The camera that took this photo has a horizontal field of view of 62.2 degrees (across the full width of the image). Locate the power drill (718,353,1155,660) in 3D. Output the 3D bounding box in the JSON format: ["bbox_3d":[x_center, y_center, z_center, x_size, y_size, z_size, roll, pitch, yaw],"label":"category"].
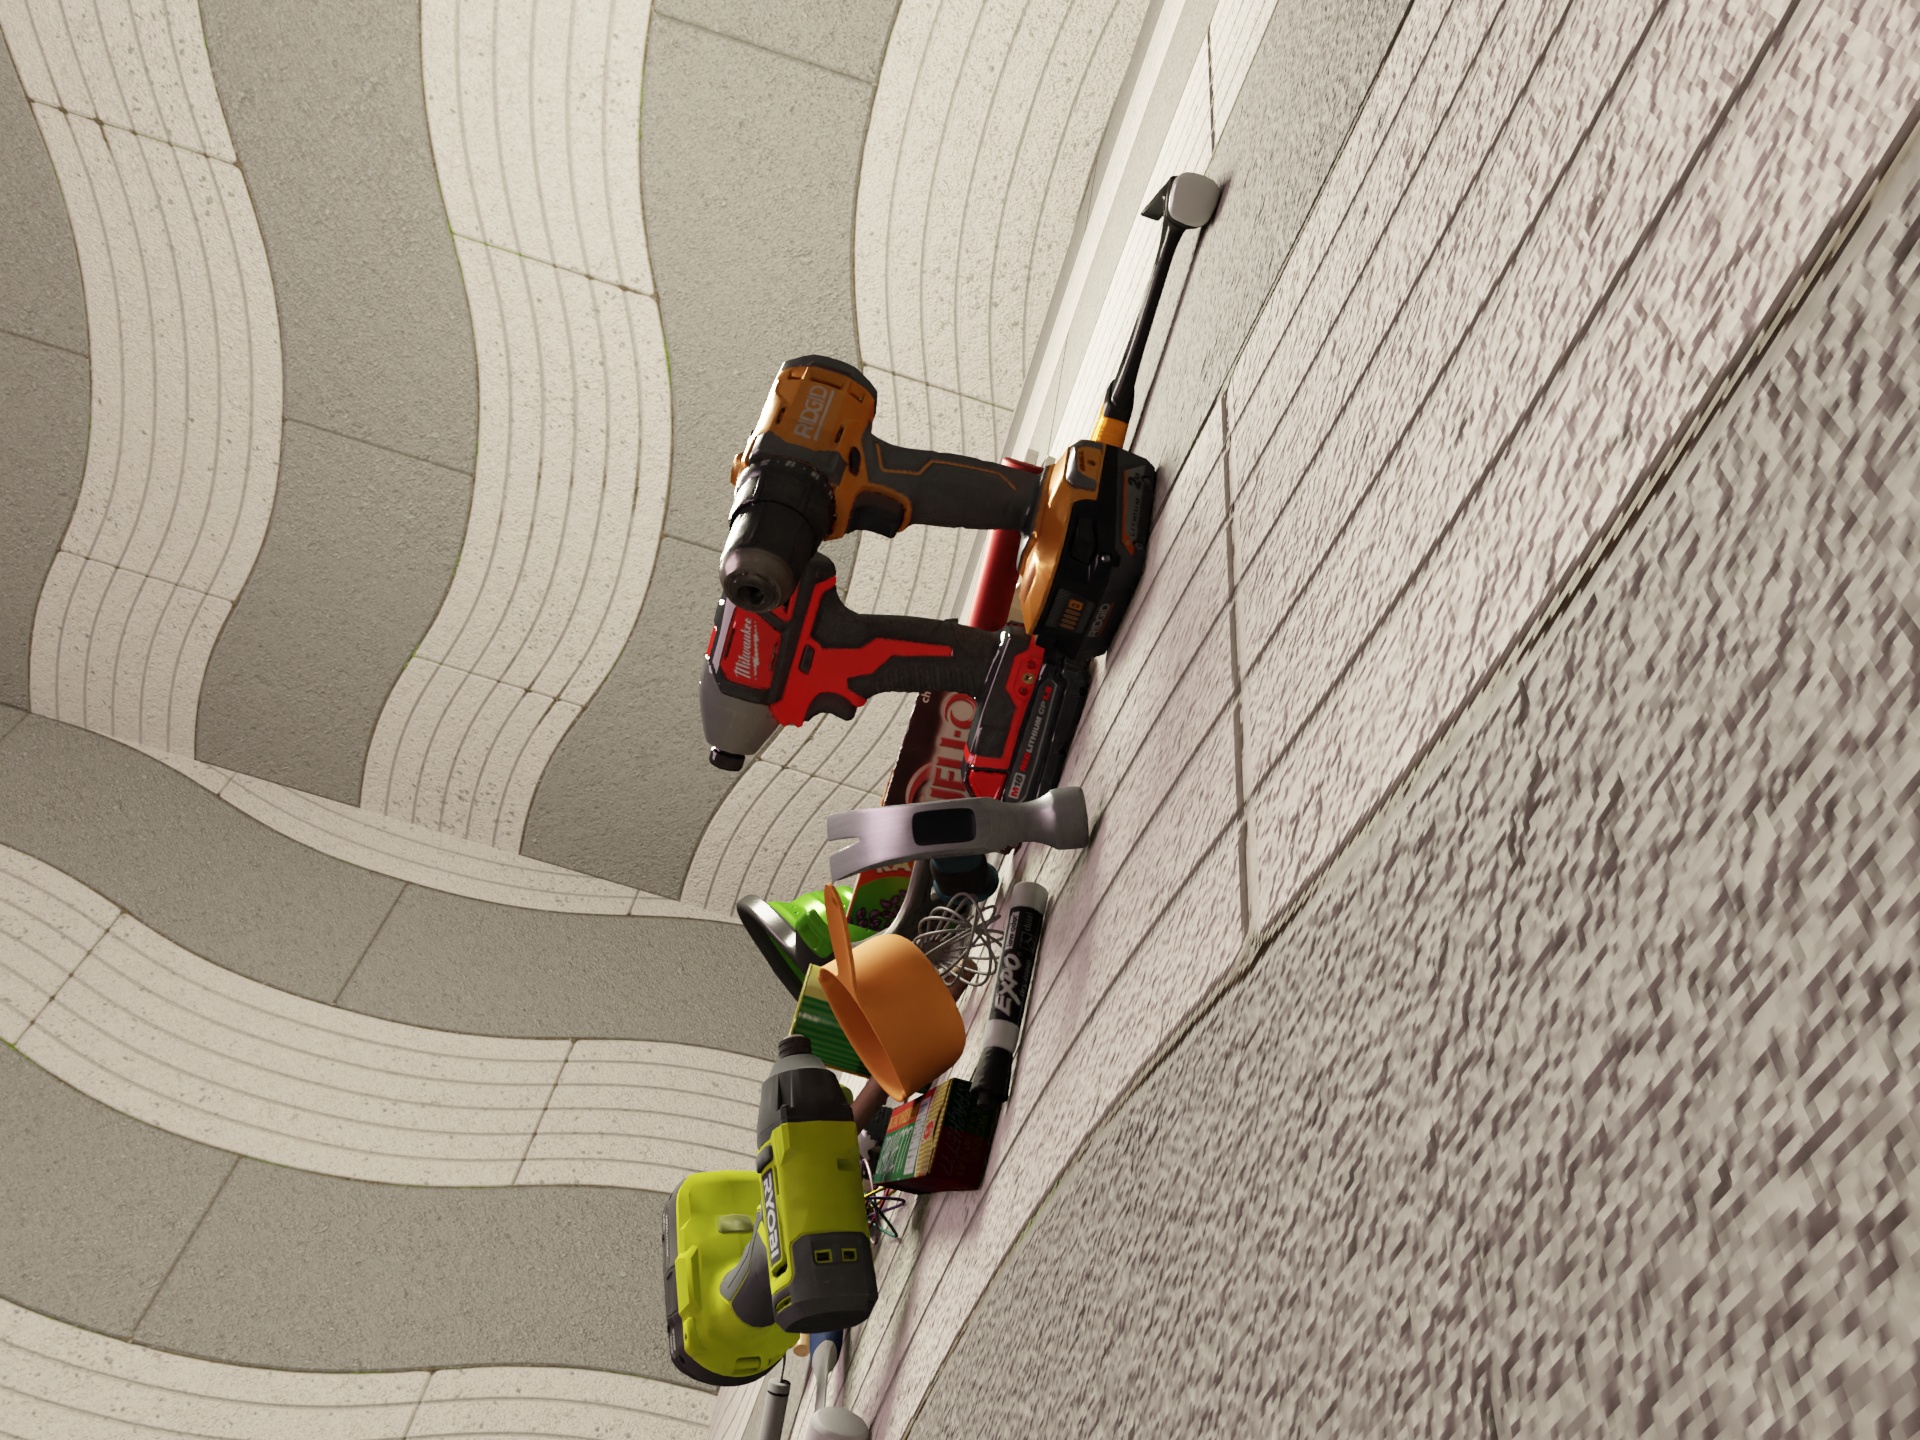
[{"bbox_3d":[-0.016,-0.106,0.872,0.084,0.226,0.185,110,175,-45],"label":"power drill"}]

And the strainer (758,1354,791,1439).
[{"bbox_3d":[-0.149,0.555,1.344,0.087,0.050,0.258,89,-169,-82],"label":"strainer"}]

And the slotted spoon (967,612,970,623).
[{"bbox_3d":[0.041,-0.044,1.241,0.031,0.070,0.314,-29,11,1],"label":"slotted spoon"}]

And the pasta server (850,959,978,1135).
[{"bbox_3d":[-0.067,0.280,1.087,0.316,0.040,0.060,-56,-11,25],"label":"pasta server"}]

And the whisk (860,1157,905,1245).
[{"bbox_3d":[-0.065,0.342,1.106,0.047,0.051,0.244,-52,-8,-21],"label":"whisk"}]

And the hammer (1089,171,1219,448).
[{"bbox_3d":[0.098,-0.192,1.069,0.127,0.034,0.337,-101,28,-80],"label":"hammer"}]

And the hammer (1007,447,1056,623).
[{"bbox_3d":[0.060,-0.161,1.483,0.411,0.038,0.146,-89,17,-75],"label":"hammer"}]

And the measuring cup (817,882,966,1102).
[{"bbox_3d":[-0.039,0.134,0.866,0.095,0.052,0.173,45,154,38],"label":"measuring cup"}]

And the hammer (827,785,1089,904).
[{"bbox_3d":[0.000,0.079,0.902,0.331,0.128,0.033,83,-178,-79],"label":"hammer"}]

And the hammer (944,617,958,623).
[{"bbox_3d":[0.006,-0.009,1.339,0.335,0.035,0.146,-144,46,-82],"label":"hammer"}]

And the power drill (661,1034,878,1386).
[{"bbox_3d":[-0.121,0.314,1.001,0.223,0.080,0.171,125,142,-47],"label":"power drill"}]

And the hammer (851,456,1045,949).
[{"bbox_3d":[-0.002,-0.004,1.105,0.149,0.037,0.359,-18,-55,-63],"label":"hammer"}]

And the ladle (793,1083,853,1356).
[{"bbox_3d":[-0.120,0.418,1.352,0.320,0.062,0.078,-101,24,-67],"label":"ladle"}]

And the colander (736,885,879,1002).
[{"bbox_3d":[-0.099,0.194,1.382,0.094,0.204,0.397,-38,-11,-16],"label":"colander"}]

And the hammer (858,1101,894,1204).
[{"bbox_3d":[-0.040,0.209,1.314,0.409,0.036,0.149,-76,4,-45],"label":"hammer"}]

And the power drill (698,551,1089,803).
[{"bbox_3d":[-0.045,-0.015,0.947,0.078,0.219,0.143,-90,17,-78],"label":"power drill"}]

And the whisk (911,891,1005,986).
[{"bbox_3d":[-0.016,0.147,0.992,0.239,0.055,0.055,132,155,-71],"label":"whisk"}]

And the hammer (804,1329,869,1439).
[{"bbox_3d":[-0.095,0.440,1.071,0.405,0.035,0.144,-117,44,-85],"label":"hammer"}]
